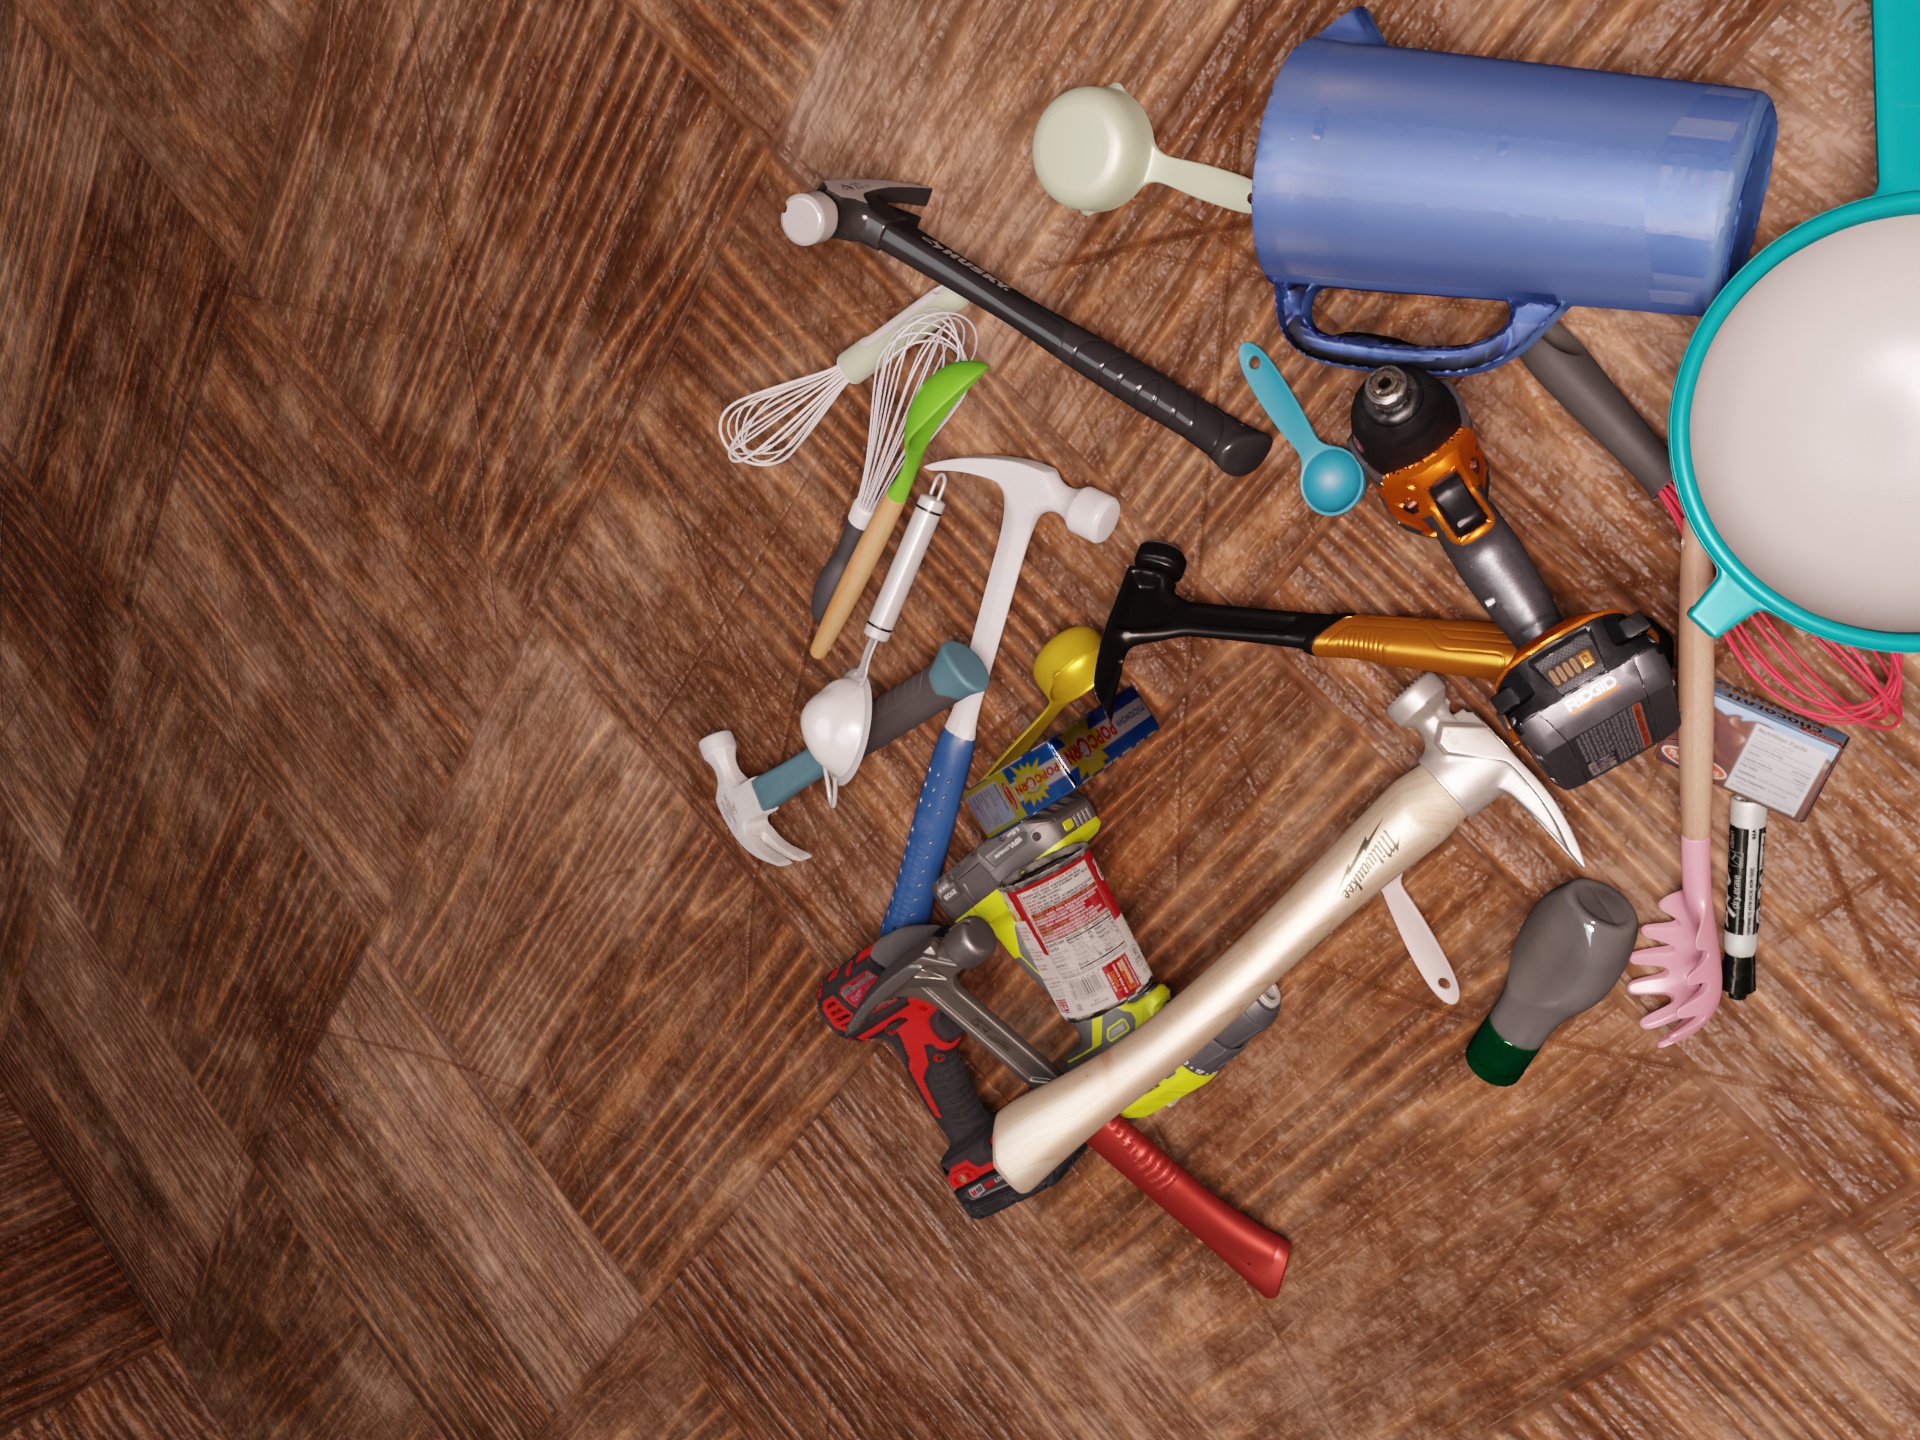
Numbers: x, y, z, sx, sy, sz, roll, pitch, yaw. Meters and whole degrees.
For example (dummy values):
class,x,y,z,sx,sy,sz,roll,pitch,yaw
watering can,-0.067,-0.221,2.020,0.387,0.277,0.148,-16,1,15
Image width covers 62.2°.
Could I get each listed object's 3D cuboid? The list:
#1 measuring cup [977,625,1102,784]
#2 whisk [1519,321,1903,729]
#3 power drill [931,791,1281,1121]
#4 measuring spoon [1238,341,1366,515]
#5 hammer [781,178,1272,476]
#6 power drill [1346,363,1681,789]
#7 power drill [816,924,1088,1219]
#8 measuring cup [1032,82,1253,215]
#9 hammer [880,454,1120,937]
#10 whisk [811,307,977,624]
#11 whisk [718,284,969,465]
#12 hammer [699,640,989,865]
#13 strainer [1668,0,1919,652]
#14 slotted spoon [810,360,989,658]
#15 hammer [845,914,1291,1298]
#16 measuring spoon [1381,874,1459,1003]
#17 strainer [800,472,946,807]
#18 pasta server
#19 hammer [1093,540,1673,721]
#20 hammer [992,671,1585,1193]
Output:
class,x,y,z,sx,sy,sz,roll,pitch,yaw
measuring cup,0.050,-0.007,1.124,0.156,0.062,0.029,-51,62,30
whisk,0.394,-0.112,0.852,0.296,0.073,0.073,54,127,16
power drill,0.102,0.167,1.133,0.190,0.080,0.228,-42,81,37
measuring spoon,0.212,-0.184,0.989,0.042,0.021,0.129,-40,70,36
hammer,0.054,-0.257,1.028,0.335,0.146,0.035,34,122,10
power drill,0.280,-0.086,0.838,0.084,0.164,0.227,-33,64,16
power drill,-0.002,0.257,1.215,0.143,0.078,0.219,-38,88,37
measuring cup,0.116,-0.344,0.990,0.168,0.038,0.083,29,119,28
hammer,-0.002,-0.004,1.180,0.144,0.035,0.405,29,119,25
whisk,-0.059,-0.175,1.152,0.070,0.070,0.284,43,131,18
whisk,-0.087,-0.253,1.161,0.246,0.058,0.059,-27,120,34
hammer,-0.092,0.018,1.219,0.331,0.033,0.128,-30,78,46
strainer,0.444,-0.202,0.766,0.211,0.095,0.340,-1,90,12
slotted spoon,-0.055,-0.141,1.124,0.031,0.070,0.313,38,138,5
hammer,0.089,0.287,1.121,0.359,0.037,0.149,42,128,-8
measuring spoon,0.292,0.126,1.026,0.034,0.018,0.124,-25,95,38
strainer,-0.064,-0.058,1.135,0.258,0.050,0.087,-66,29,12
pasta server,0.395,0.040,0.870,0.040,0.060,0.316,-11,113,1
hammer,0.245,-0.044,0.959,0.337,0.127,0.034,7,150,29
hammer,0.185,0.160,0.985,0.410,0.038,0.146,-43,76,9
